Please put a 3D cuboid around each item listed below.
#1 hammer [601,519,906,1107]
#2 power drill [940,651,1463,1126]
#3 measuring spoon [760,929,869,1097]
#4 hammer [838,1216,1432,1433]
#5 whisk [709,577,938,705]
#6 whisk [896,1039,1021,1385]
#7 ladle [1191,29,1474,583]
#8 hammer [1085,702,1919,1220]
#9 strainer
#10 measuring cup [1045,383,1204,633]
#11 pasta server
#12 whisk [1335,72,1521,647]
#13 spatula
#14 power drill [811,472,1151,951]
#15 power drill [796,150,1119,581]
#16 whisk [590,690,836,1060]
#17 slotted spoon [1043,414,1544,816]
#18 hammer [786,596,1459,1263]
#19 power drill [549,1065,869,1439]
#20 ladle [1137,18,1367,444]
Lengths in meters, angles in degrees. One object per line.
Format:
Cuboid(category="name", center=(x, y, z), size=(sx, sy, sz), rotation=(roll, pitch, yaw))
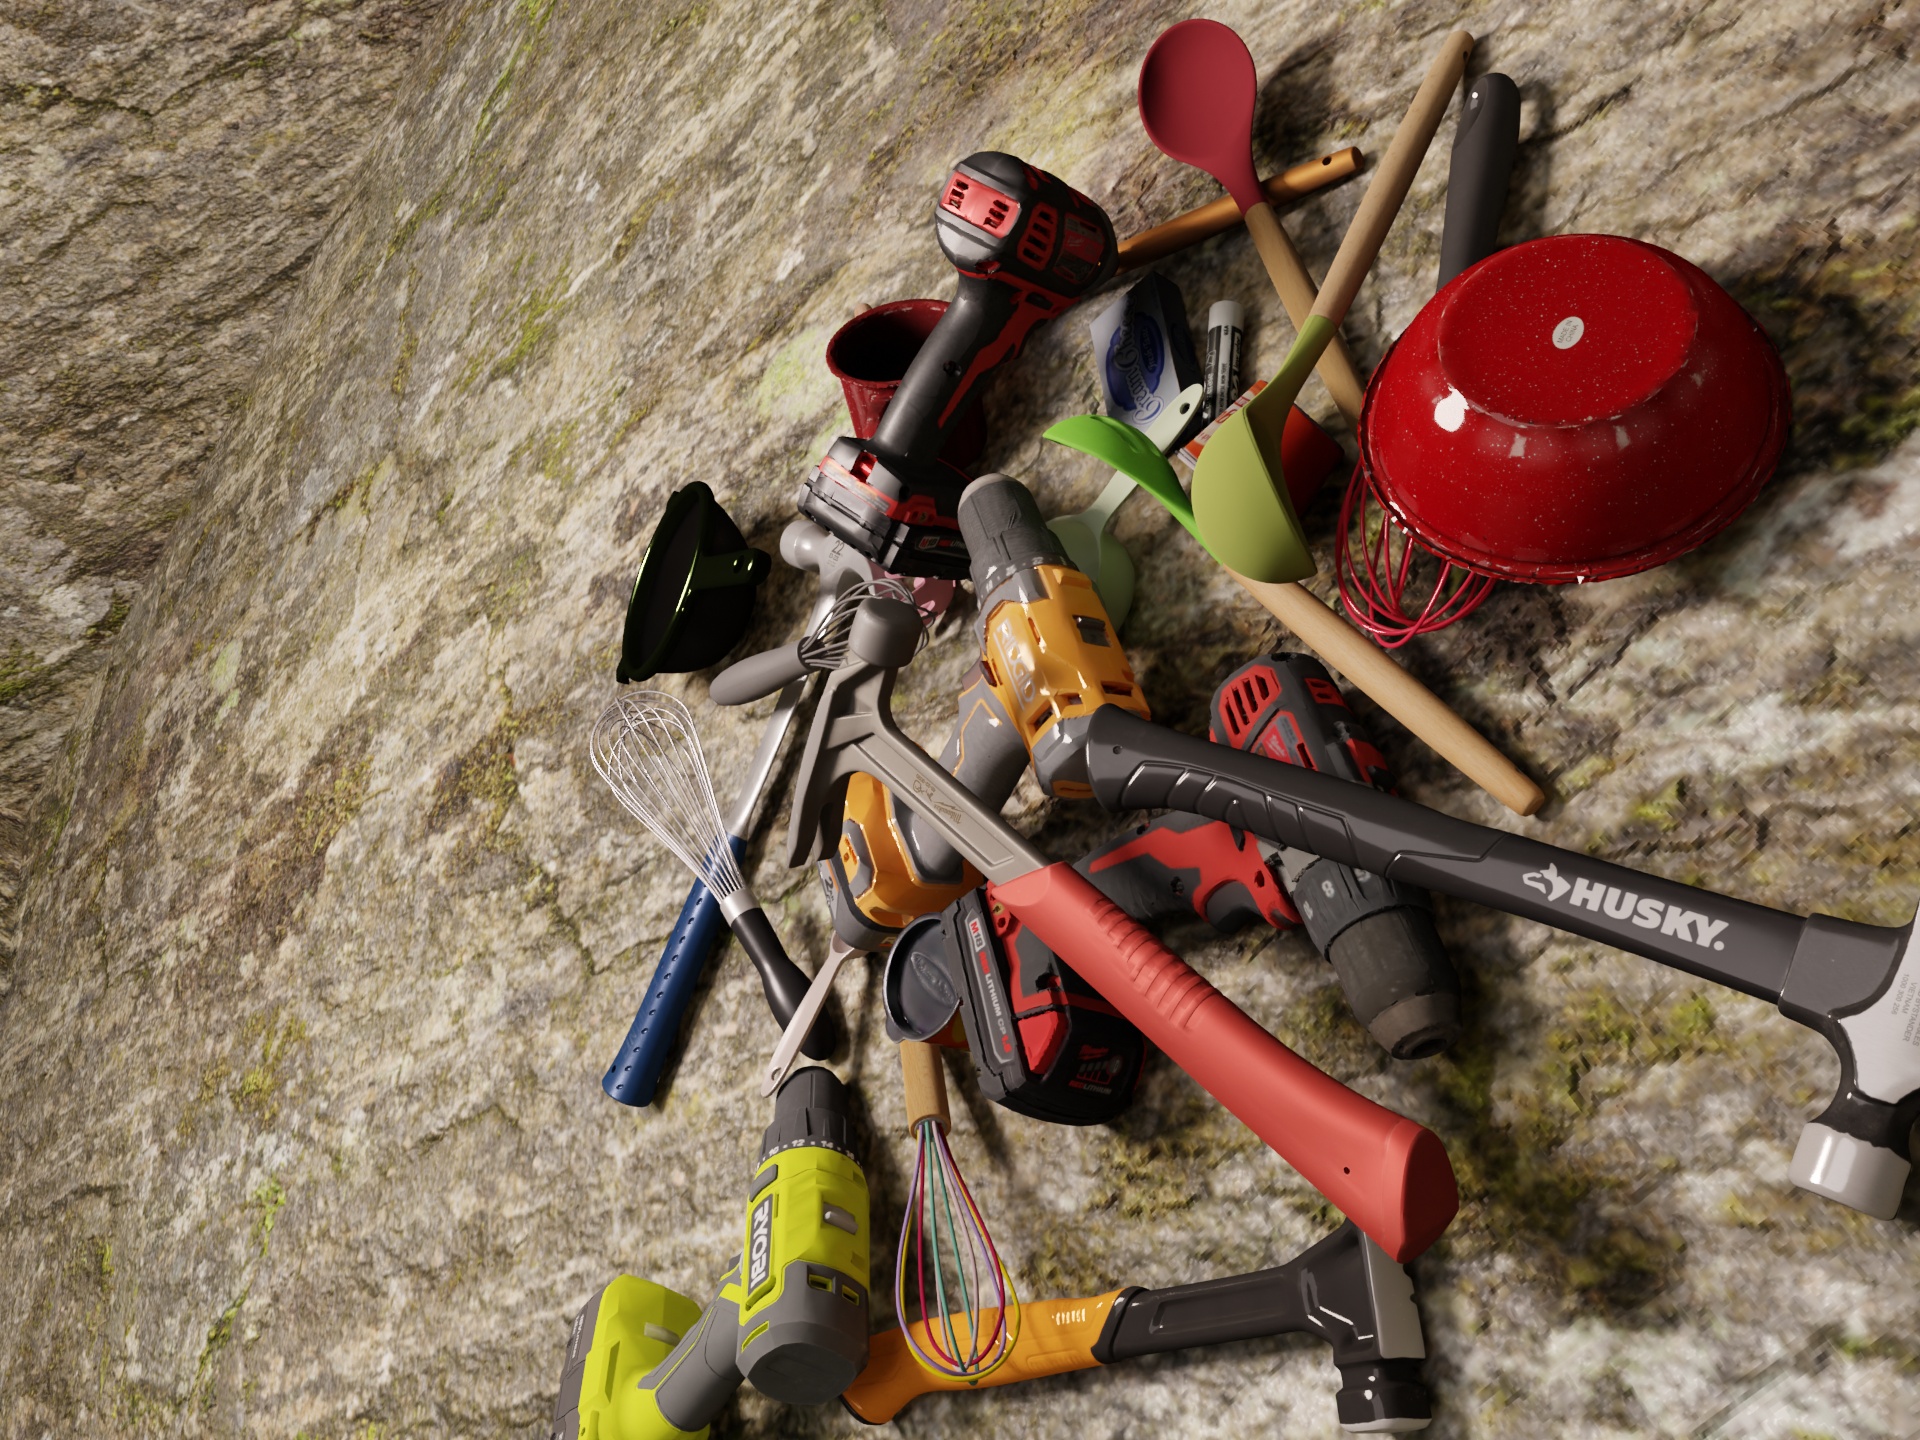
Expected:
Cuboid(category="hammer", center=(-0.145, 0.067, 1.057), size=(0.144, 0.035, 0.405), rotation=(26, 94, 53))
Cuboid(category="power drill", center=(0.106, 0.099, 0.706), size=(0.226, 0.080, 0.188), rotation=(-40, 47, 28))
Cuboid(category="measuring spoon", center=(-0.079, 0.165, 0.922), size=(0.034, 0.018, 0.124), rotation=(0, 56, 55))
Cuboid(category="hammer", center=(0.055, 0.268, 0.720), size=(0.337, 0.034, 0.127), rotation=(-30, 53, 40))
Cuboid(category="whisk", center=(-0.094, -0.039, 0.977), size=(0.239, 0.055, 0.055), rotation=(-18, 60, 52))
Cuboid(category="whisk", center=(-0.009, 0.219, 0.787), size=(0.047, 0.051, 0.245), rotation=(-30, 32, 12))
Cuboid(category="ladle", center=(0.185, -0.199, 0.724), size=(0.062, 0.078, 0.320), rotation=(13, 66, 38))
Cuboid(category="hammer", center=(0.187, 0.046, 0.592), size=(0.335, 0.035, 0.146), rotation=(18, 83, 37))
Cuboid(category="strainer", center=(-0.162, -0.091, 1.104), size=(0.256, 0.069, 0.151), rotation=(2, 75, 62))
Cuboid(category="measuring cup", center=(0.087, -0.104, 0.853), size=(0.167, 0.038, 0.083), rotation=(-53, 40, 17))
Cuboid(category="pasta server", center=(-0.046, -0.180, 1.051), size=(0.040, 0.060, 0.317), rotation=(-19, 49, 4))
Cuboid(category="whisk", center=(0.219, -0.167, 0.706), size=(0.073, 0.073, 0.296), rotation=(-8, 62, 49))
Cuboid(category="spatula", center=(0.095, -0.264, 0.930), size=(0.322, 0.041, 0.081), rotation=(-11, 66, 44))
Cuboid(category="power drill", center=(-0.001, -0.003, 0.842), size=(0.226, 0.084, 0.186), rotation=(-49, 48, 38))
Cuboid(category="power drill", center=(0.011, -0.190, 0.873), size=(0.079, 0.143, 0.219), rotation=(36, 110, 25))
Cuboid(category="whisk", center=(-0.150, 0.091, 0.991), size=(0.070, 0.070, 0.285), rotation=(-48, 62, 25))
Cuboid(category="slotted spoon", center=(0.143, -0.061, 0.724), size=(0.314, 0.070, 0.031), rotation=(48, 114, 35))
Cuboid(category="hammer", center=(0.050, 0.095, 0.667), size=(0.359, 0.036, 0.149), rotation=(39, 124, 36))
Cuboid(category="power drill", center=(-0.130, 0.316, 0.878), size=(0.228, 0.080, 0.191), rotation=(-48, 25, 25))
Cuboid(category="ladle", center=(0.161, -0.242, 0.810), size=(0.069, 0.031, 0.316), rotation=(-36, 56, 31))
